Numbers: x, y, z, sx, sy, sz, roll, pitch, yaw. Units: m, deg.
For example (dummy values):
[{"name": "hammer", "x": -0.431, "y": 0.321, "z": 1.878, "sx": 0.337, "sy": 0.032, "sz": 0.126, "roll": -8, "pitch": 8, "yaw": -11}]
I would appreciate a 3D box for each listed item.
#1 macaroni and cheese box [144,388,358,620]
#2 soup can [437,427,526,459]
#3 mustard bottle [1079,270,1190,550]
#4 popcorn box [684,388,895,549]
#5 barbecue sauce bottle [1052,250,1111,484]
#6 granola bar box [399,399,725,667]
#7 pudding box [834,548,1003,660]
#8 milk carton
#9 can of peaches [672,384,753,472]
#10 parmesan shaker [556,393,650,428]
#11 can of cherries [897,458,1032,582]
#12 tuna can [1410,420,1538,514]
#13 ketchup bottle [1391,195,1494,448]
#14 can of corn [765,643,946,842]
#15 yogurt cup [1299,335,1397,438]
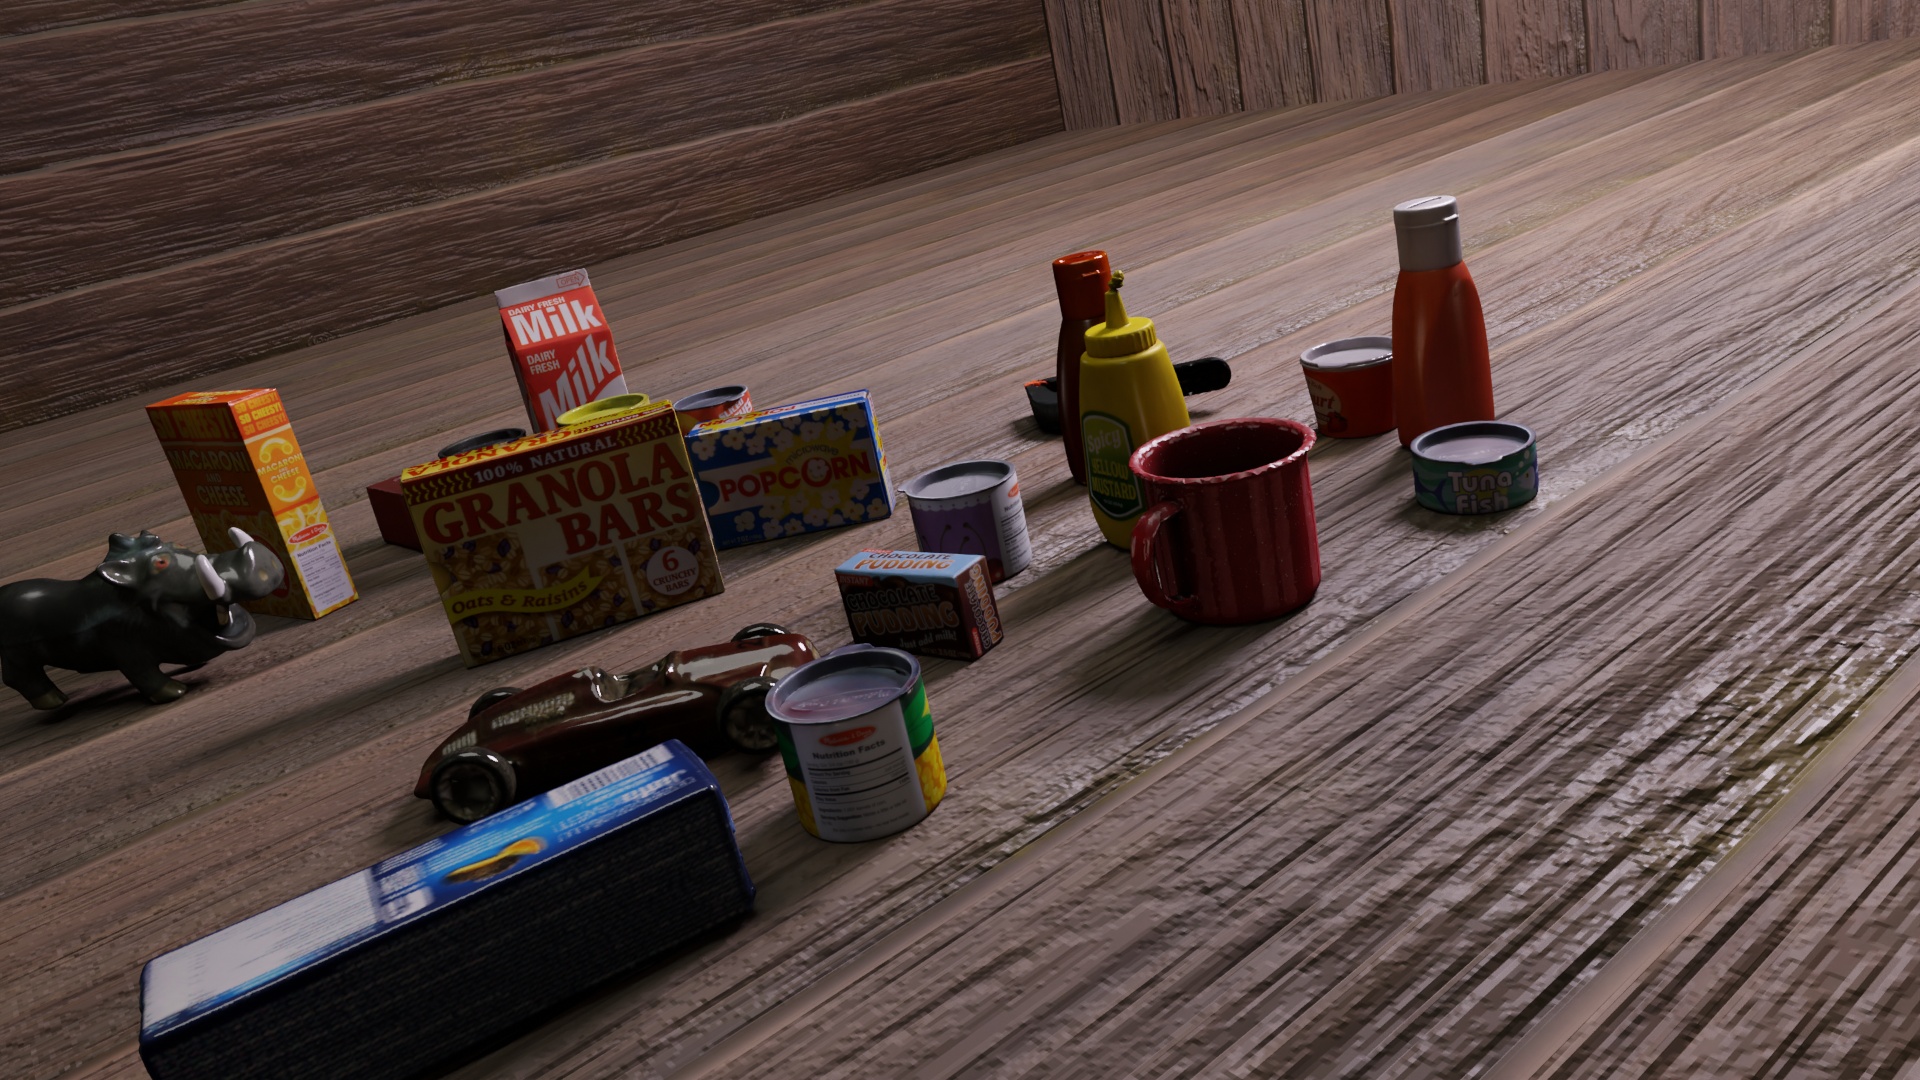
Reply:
[{"name": "macaroni and cheese box", "x": -0.520, "y": -0.028, "z": 1.021, "sx": 0.123, "sy": 0.165, "sz": 0.040, "roll": 2, "pitch": 24, "yaw": 35}, {"name": "soup can", "x": -0.354, "y": -0.037, "z": 1.069, "sx": 0.071, "sy": 0.083, "sz": 0.071, "roll": -11, "pitch": 20, "yaw": 4}, {"name": "mustard bottle", "x": 0.096, "y": -0.073, "z": 0.787, "sx": 0.049, "sy": 0.159, "sz": 0.065, "roll": -25, "pitch": 23, "yaw": -31}, {"name": "popcorn box", "x": -0.115, "y": -0.049, "z": 0.958, "sx": 0.127, "sy": 0.085, "sz": 0.038, "roll": -11, "pitch": 20, "yaw": 4}, {"name": "barbecue sauce bottle", "x": 0.092, "y": -0.115, "z": 0.919, "sx": 0.065, "sy": 0.148, "sz": 0.044, "roll": -16, "pitch": 20, "yaw": -9}, {"name": "granola bar box", "x": -0.242, "y": -0.006, "z": 0.857, "sx": 0.166, "sy": 0.123, "sz": 0.039, "roll": -17, "pitch": 20, "yaw": -12}, {"name": "pudding box", "x": -0.022, "y": 0.032, "z": 0.733, "sx": 0.083, "sy": 0.049, "sz": 0.030, "roll": 3, "pitch": 25, "yaw": 37}, {"name": "milk carton", "x": -0.295, "y": -0.107, "z": 1.068, "sx": 0.072, "sy": 0.189, "sz": 0.073, "roll": -20, "pitch": 21, "yaw": -19}, {"name": "can of peaches", "x": -0.203, "y": -0.094, "z": 1.170, "sx": 0.071, "sy": 0.058, "sz": 0.071, "roll": -11, "pitch": 20, "yaw": 4}, {"name": "parmesan shaker", "x": -0.244, "y": -0.046, "z": 0.999, "sx": 0.071, "sy": 0.102, "sz": 0.071, "roll": -11, "pitch": 20, "yaw": 4}, {"name": "can of cherries", "x": 0.003, "y": -0.010, "z": 0.821, "sx": 0.071, "sy": 0.058, "sz": 0.072, "roll": -11, "pitch": 20, "yaw": 4}, {"name": "tuna can", "x": 0.286, "y": -0.040, "z": 0.770, "sx": 0.071, "sy": 0.032, "sz": 0.071, "roll": -11, "pitch": 20, "yaw": 4}, {"name": "ketchup bottle", "x": 0.291, "y": -0.133, "z": 0.847, "sx": 0.065, "sy": 0.148, "sz": 0.043, "roll": -22, "pitch": 22, "yaw": -26}, {"name": "can of corn", "x": -0.043, "y": 0.085, "z": 0.591, "sx": 0.071, "sy": 0.058, "sz": 0.071, "roll": -11, "pitch": 20, "yaw": 4}, {"name": "yogurt cup", "x": 0.262, "y": -0.101, "z": 0.920, "sx": 0.072, "sy": 0.053, "sz": 0.072, "roll": -11, "pitch": 20, "yaw": 4}]
